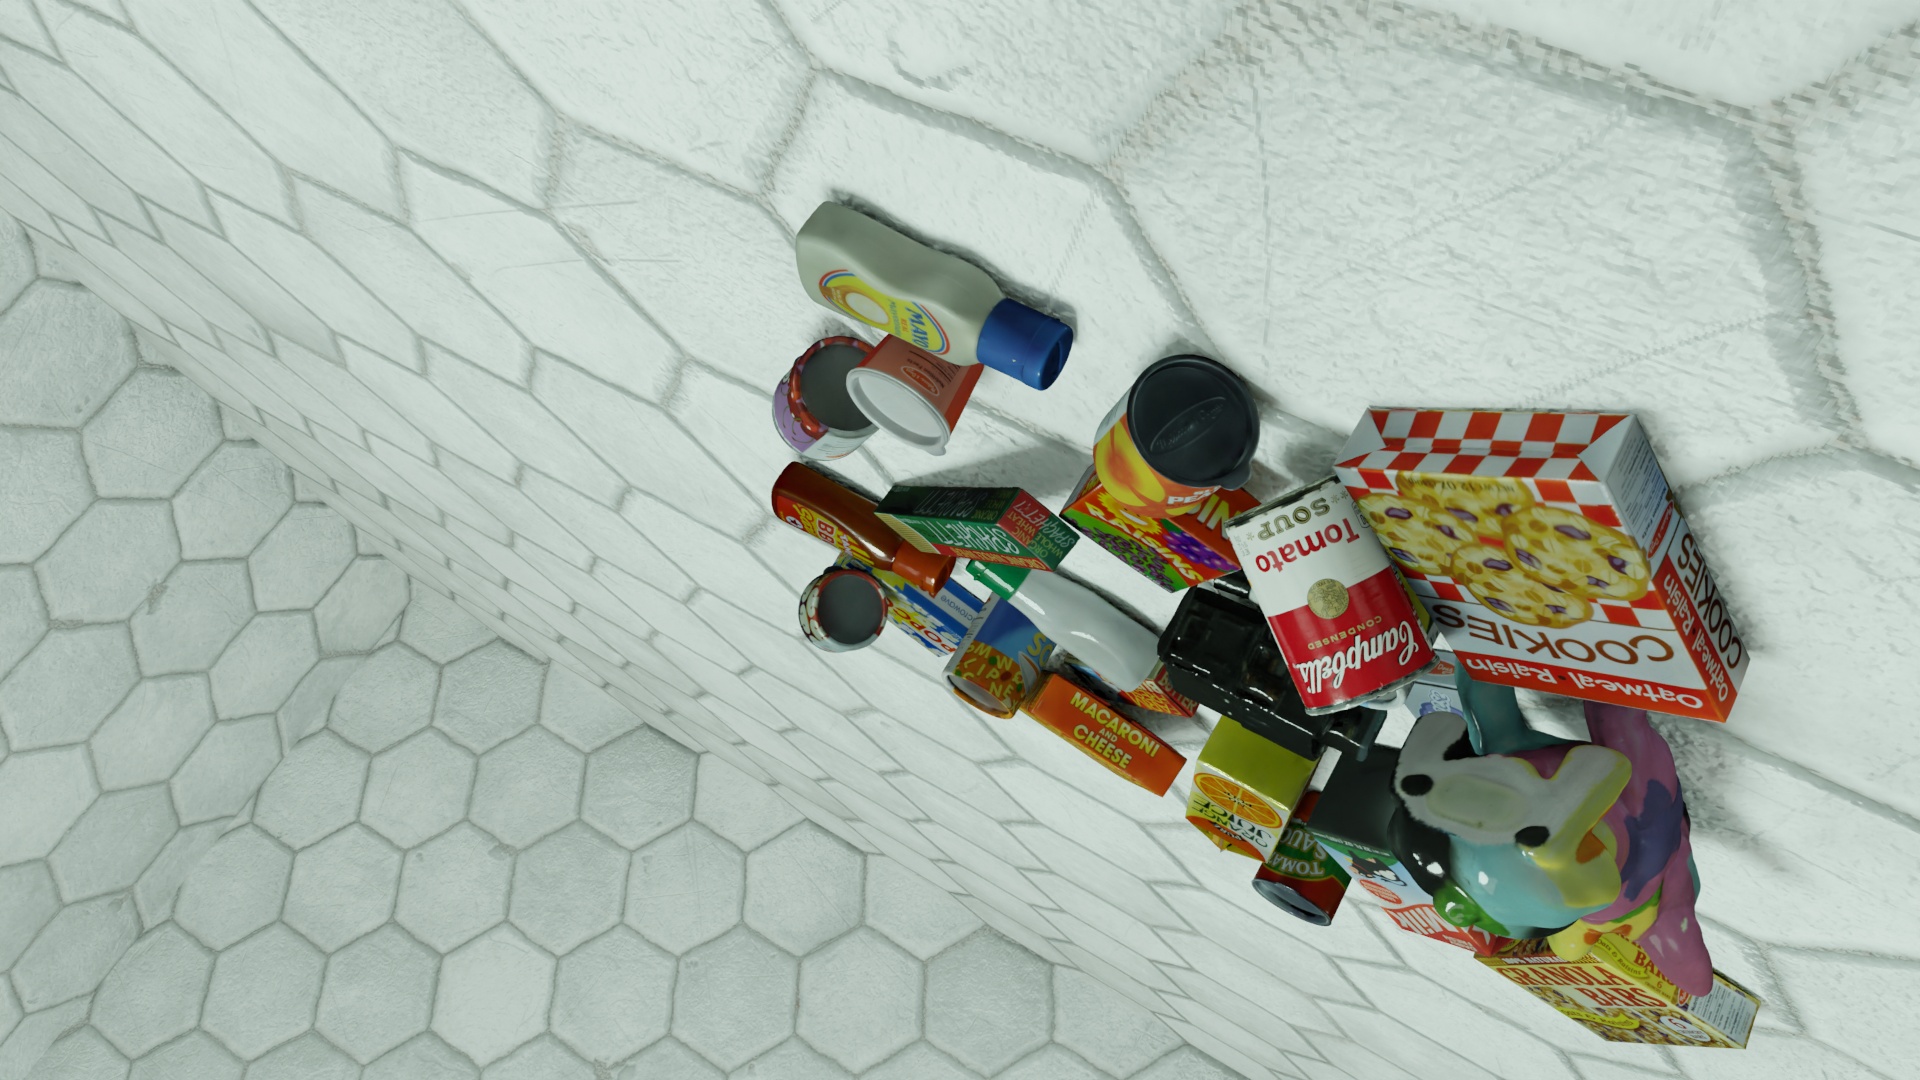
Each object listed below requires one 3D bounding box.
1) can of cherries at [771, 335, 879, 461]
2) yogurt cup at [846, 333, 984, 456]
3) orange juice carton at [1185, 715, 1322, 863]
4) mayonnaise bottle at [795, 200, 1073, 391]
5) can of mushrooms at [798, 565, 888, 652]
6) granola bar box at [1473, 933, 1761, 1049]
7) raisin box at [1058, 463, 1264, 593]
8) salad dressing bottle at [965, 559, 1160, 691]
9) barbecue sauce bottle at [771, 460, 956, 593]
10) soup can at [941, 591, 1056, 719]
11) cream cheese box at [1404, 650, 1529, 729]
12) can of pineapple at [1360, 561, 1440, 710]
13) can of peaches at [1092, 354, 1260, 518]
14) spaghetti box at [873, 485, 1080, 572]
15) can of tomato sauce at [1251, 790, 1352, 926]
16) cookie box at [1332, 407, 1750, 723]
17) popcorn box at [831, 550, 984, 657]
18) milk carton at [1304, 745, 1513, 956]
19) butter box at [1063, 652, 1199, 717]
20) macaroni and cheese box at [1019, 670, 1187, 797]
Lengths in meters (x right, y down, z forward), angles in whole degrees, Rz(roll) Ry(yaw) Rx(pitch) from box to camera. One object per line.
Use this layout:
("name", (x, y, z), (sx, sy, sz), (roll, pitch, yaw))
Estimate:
("can of cherries", (-0.080, -0.090, 0.865), (0.071, 0.072, 0.058), (37, 160, -10))
("yogurt cup", (-0.023, -0.092, 0.786), (0.072, 0.054, 0.072), (29, 160, 12))
("orange juice carton", (0.217, 0.180, 1.031), (0.073, 0.072, 0.192), (27, 159, 18))
("mayonnaise bottle", (-0.014, -0.123, 0.719), (0.148, 0.041, 0.064), (27, 158, 18))
("can of mushrooms", (-0.094, 0.054, 1.110), (0.071, 0.071, 0.033), (40, 158, -17))
("granola bar box", (0.473, 0.319, 1.015), (0.124, 0.039, 0.165), (32, 161, 3))
("raisin box", (0.110, -0.015, 0.765), (0.086, 0.040, 0.123), (35, 169, -2))
("salad dressing bottle", (0.073, 0.049, 0.990), (0.147, 0.044, 0.064), (35, 162, -3))
("barbecue sauce bottle", (-0.075, -0.008, 1.081), (0.149, 0.044, 0.064), (27, 159, 15))
("soup can", (0.036, 0.088, 1.077), (0.071, 0.084, 0.071), (28, 159, 12))
("cream cheese box", (0.292, 0.102, 0.801), (0.053, 0.024, 0.103), (7, 148, 52))
("can of pineapple", (0.216, 0.048, 0.742), (0.071, 0.058, 0.070), (29, 160, 12))
("can of peaches", (0.105, -0.047, 0.674), (0.071, 0.071, 0.058), (34, 161, -2))
("spaghetti box", (0.003, -0.011, 0.916), (0.050, 0.029, 0.250), (39, 169, -18))
("can of tomato sauce", (0.274, 0.245, 1.081), (0.071, 0.083, 0.071), (29, 160, 12))
("cookie box", (0.259, 0.010, 0.615), (0.123, 0.040, 0.167), (8, 147, 51))
("popcorn box", (-0.042, 0.045, 1.162), (0.126, 0.038, 0.085), (37, 160, -11))
("milk carton", (0.327, 0.224, 0.964), (0.072, 0.074, 0.190), (6, 147, 52))
("butter box", (0.131, 0.105, 1.058), (0.053, 0.024, 0.103), (44, 158, -31))
("macaroni and cheese box", (0.107, 0.153, 1.135), (0.124, 0.040, 0.166), (33, 174, -1))
